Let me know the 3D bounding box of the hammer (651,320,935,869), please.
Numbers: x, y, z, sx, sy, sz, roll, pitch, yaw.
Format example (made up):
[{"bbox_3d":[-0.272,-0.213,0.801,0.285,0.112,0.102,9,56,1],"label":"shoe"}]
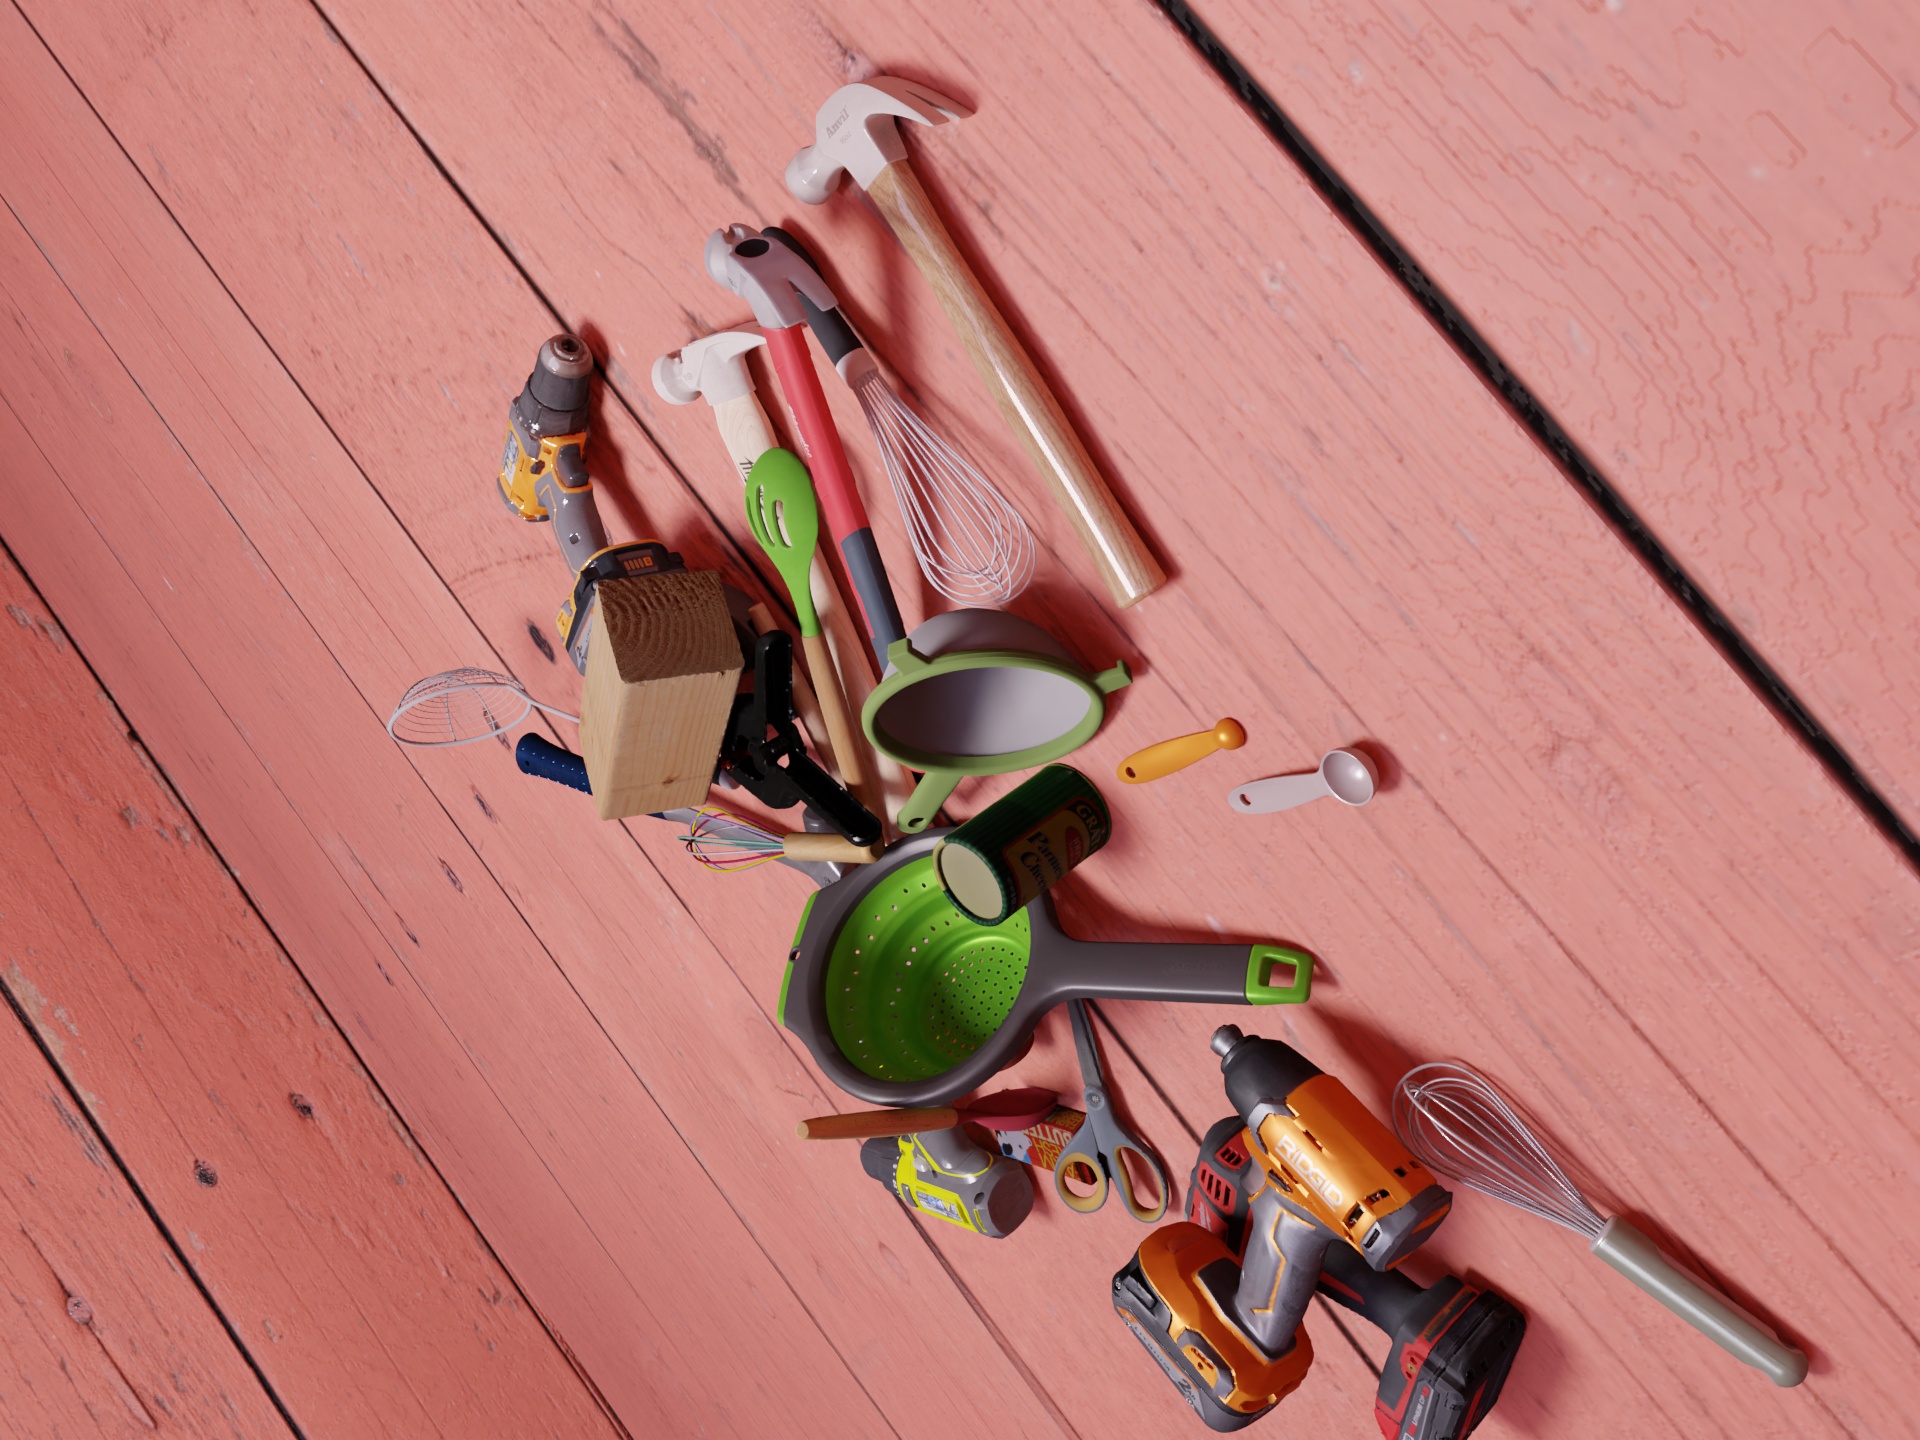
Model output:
[{"bbox_3d":[-0.091,-0.079,1.128,0.146,0.038,0.410,-3,114,49],"label":"hammer"}]

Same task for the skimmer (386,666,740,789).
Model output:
[{"bbox_3d":[-0.346,0.028,1.394,0.363,0.127,0.090,17,88,28],"label":"skimmer"}]

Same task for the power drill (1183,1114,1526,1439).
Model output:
[{"bbox_3d":[0.241,0.386,1.054,0.227,0.080,0.187,33,138,34],"label":"power drill"}]

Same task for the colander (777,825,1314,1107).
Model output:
[{"bbox_3d":[0.061,0.181,1.087,0.397,0.205,0.094,-4,150,33],"label":"colander"}]

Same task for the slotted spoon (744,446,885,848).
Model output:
[{"bbox_3d":[-0.096,-0.038,1.113,0.070,0.031,0.313,12,127,42],"label":"slotted spoon"}]

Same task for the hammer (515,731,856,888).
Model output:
[{"bbox_3d":[-0.249,0.086,1.404,0.406,0.035,0.144,17,129,34],"label":"hammer"}]

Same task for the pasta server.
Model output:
[{"bbox_3d":[-0.091,0.056,1.208,0.060,0.040,0.316,7,126,60],"label":"pasta server"}]

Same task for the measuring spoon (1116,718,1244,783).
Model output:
[{"bbox_3d":[0.129,0.022,0.962,0.117,0.011,0.021,-26,95,55],"label":"measuring spoon"}]

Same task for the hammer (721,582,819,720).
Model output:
[{"bbox_3d":[-0.230,-0.022,1.337,0.331,0.033,0.128,-26,96,55],"label":"hammer"}]

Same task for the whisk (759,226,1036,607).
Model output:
[{"bbox_3d":[-0.045,-0.191,0.977,0.285,0.070,0.070,57,145,9],"label":"whisk"}]

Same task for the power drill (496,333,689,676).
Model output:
[{"bbox_3d":[-0.290,-0.169,1.238,0.226,0.084,0.185,61,145,20],"label":"power drill"}]

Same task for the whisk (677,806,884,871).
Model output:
[{"bbox_3d":[-0.143,0.093,1.231,0.051,0.047,0.245,30,158,-37],"label":"whisk"}]

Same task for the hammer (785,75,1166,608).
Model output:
[{"bbox_3d":[0.020,-0.211,0.898,0.331,0.031,0.130,58,145,-2],"label":"hammer"}]

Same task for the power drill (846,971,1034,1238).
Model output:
[{"bbox_3d":[-0.049,0.324,1.350,0.191,0.080,0.228,1,120,49],"label":"power drill"}]

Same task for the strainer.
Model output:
[{"bbox_3d":[-0.002,-0.003,1.035,0.256,0.151,0.069,122,148,-58],"label":"strainer"}]

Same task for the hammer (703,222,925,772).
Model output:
[{"bbox_3d":[-0.062,-0.111,0.993,0.143,0.038,0.385,49,162,51],"label":"hammer"}]

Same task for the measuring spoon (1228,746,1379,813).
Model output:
[{"bbox_3d":[0.193,0.036,0.899,0.034,0.018,0.124,61,151,-4],"label":"measuring spoon"}]

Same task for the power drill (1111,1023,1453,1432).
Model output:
[{"bbox_3d":[0.178,0.302,0.963,0.164,0.084,0.226,46,128,32],"label":"power drill"}]

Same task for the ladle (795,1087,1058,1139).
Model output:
[{"bbox_3d":[-0.020,0.280,1.119,0.069,0.315,0.031,-6,78,29],"label":"ladle"}]

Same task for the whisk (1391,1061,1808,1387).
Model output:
[{"bbox_3d":[0.346,0.275,0.873,0.246,0.059,0.057,35,-177,22],"label":"whisk"}]
